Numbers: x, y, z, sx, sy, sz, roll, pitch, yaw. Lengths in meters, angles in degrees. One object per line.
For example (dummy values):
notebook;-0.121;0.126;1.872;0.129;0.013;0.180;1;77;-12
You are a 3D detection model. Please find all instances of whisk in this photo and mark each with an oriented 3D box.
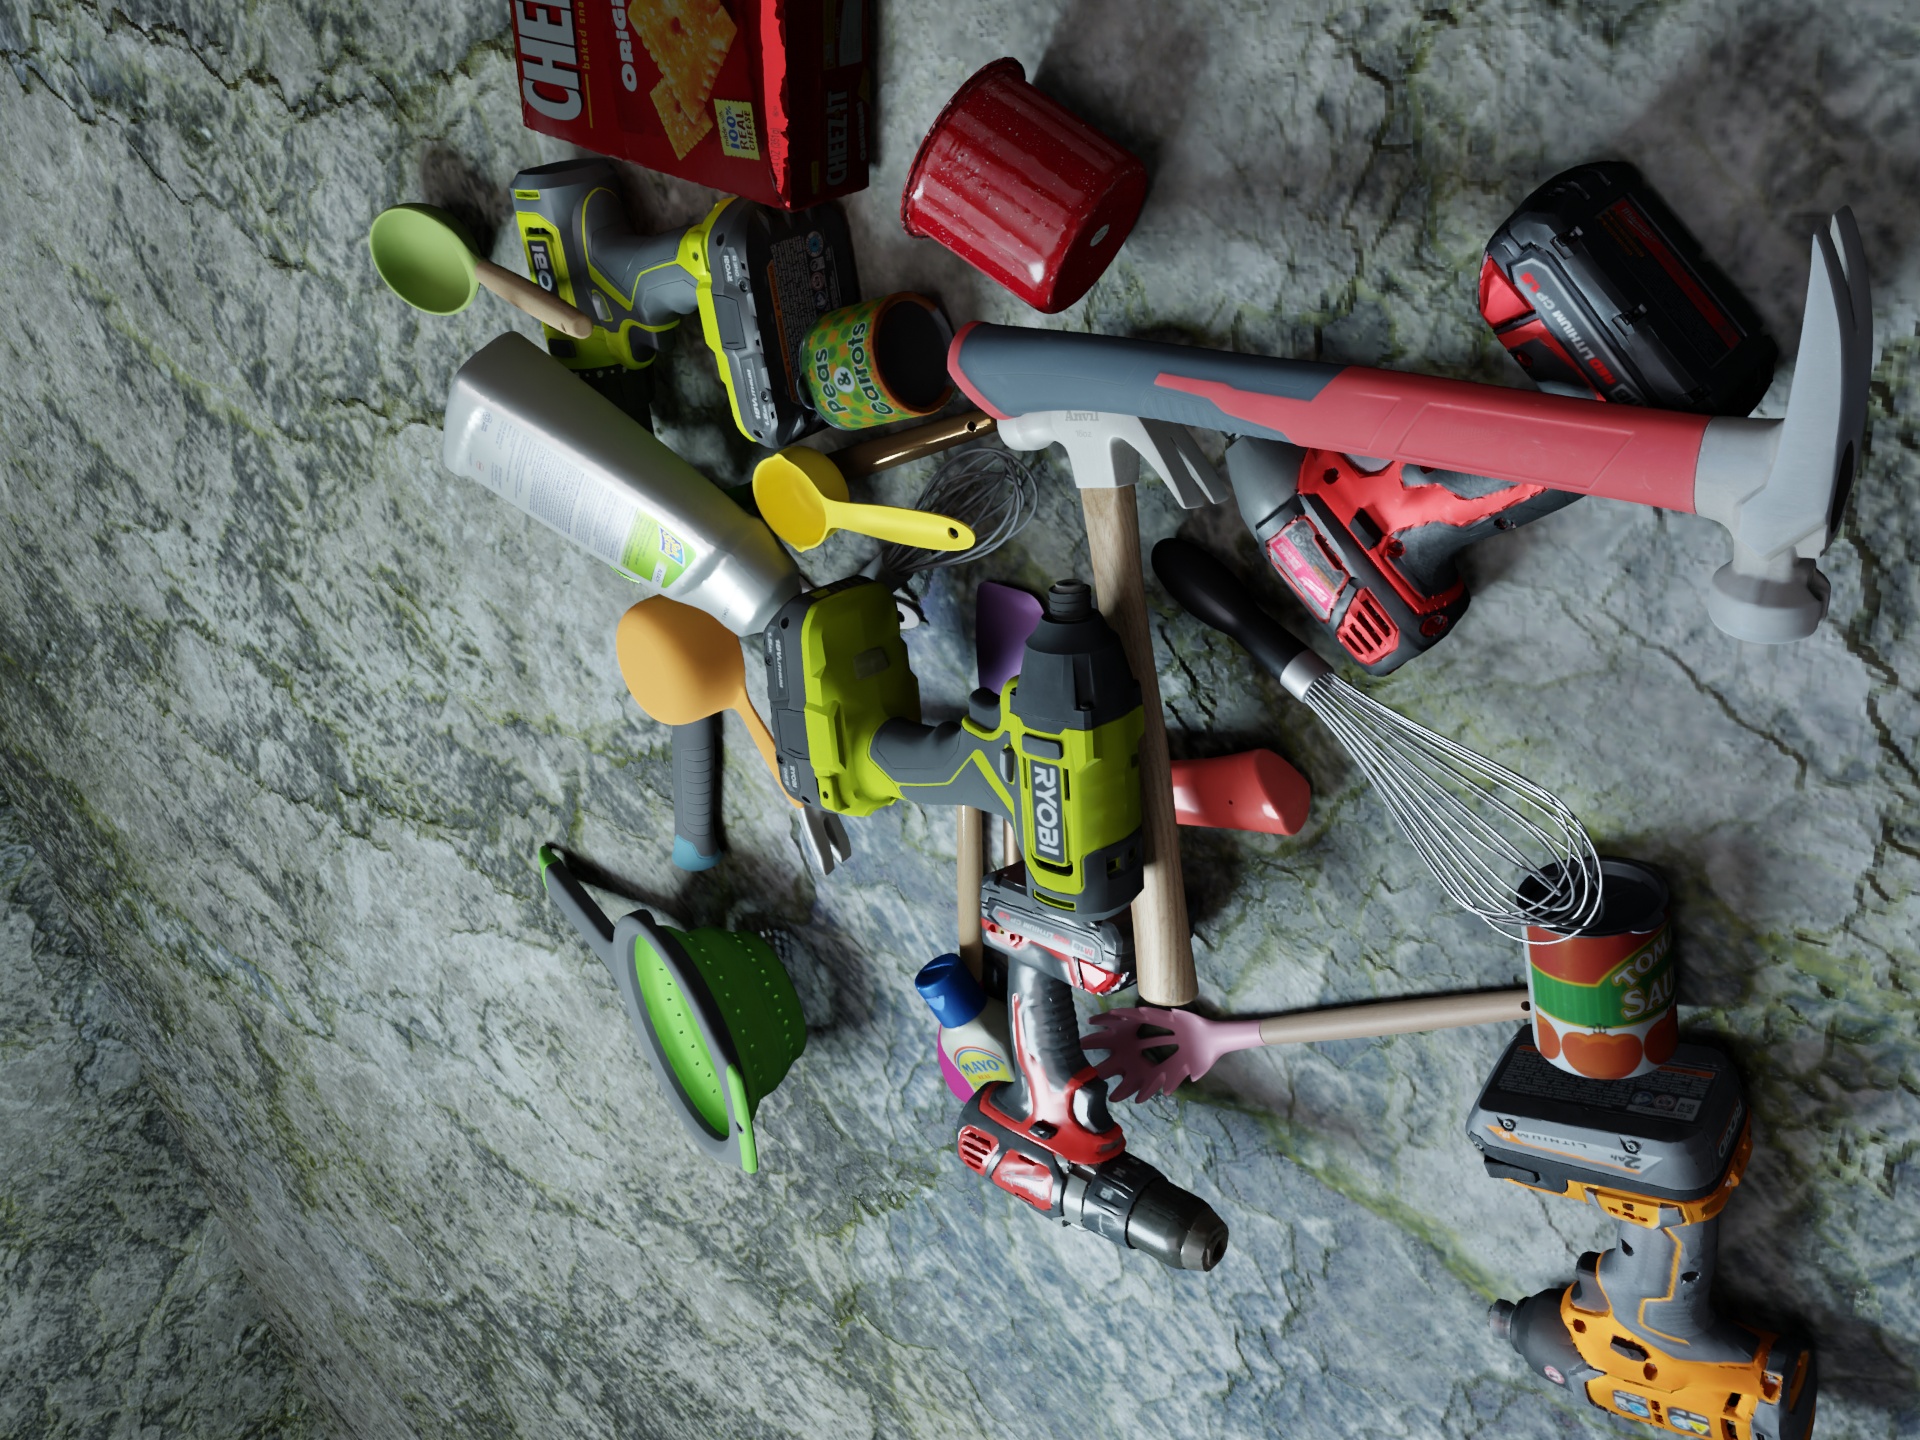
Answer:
whisk;-0.035;-0.089;0.930;0.055;0.055;0.239;55;139;-2
whisk;0.188;-0.001;0.759;0.285;0.070;0.070;46;140;28

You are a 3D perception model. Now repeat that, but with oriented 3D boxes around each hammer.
hammer;0.035;0.042;0.944;0.359;0.037;0.149;5;119;37
hammer;-0.191;-0.017;1.137;0.128;0.033;0.330;28;133;25
hammer;0.145;-0.140;0.633;0.387;0.038;0.143;19;131;38
hammer;0.092;-0.008;0.822;0.130;0.031;0.331;9;113;51

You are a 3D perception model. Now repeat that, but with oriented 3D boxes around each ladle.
ladle;-0.293;-0.264;0.971;0.320;0.062;0.078;36;155;51

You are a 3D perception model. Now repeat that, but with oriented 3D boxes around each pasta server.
pasta server;0.194;0.179;0.914;0.316;0.040;0.060;-19;85;46

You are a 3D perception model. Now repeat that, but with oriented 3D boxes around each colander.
colander;-0.230;0.194;1.291;0.397;0.094;0.204;37;140;45

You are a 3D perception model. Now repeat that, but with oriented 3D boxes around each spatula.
spatula;0.037;0.059;0.991;0.060;0.018;0.315;20;128;31

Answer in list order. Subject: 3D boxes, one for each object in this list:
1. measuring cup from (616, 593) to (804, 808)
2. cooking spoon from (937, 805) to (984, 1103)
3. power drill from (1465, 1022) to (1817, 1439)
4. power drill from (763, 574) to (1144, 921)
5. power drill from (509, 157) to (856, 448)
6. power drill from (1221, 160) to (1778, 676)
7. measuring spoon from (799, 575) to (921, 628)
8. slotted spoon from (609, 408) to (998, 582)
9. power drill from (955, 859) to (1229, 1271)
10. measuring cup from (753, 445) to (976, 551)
measuring cup;-0.164;-0.007;1.031;0.174;0.052;0.095;56;143;15
cooking spoon;0.007;0.156;1.084;0.069;0.017;0.318;22;130;29
power drill;0.334;0.269;0.817;0.164;0.084;0.226;0;121;43
power drill;-0.001;-0.003;0.850;0.223;0.080;0.171;14;118;41
power drill;-0.166;-0.229;0.939;0.229;0.080;0.190;16;126;38
power drill;0.207;-0.122;0.672;0.143;0.078;0.219;52;142;3
measuring spoon;-0.077;-0.071;1.007;0.124;0.018;0.034;12;124;36
slotted spoon;-0.103;-0.140;0.951;0.314;0.031;0.070;-11;108;36
power drill;0.085;0.207;0.953;0.188;0.080;0.226;19;113;38
measuring cup;-0.049;-0.118;0.882;0.157;0.029;0.062;15;131;33
